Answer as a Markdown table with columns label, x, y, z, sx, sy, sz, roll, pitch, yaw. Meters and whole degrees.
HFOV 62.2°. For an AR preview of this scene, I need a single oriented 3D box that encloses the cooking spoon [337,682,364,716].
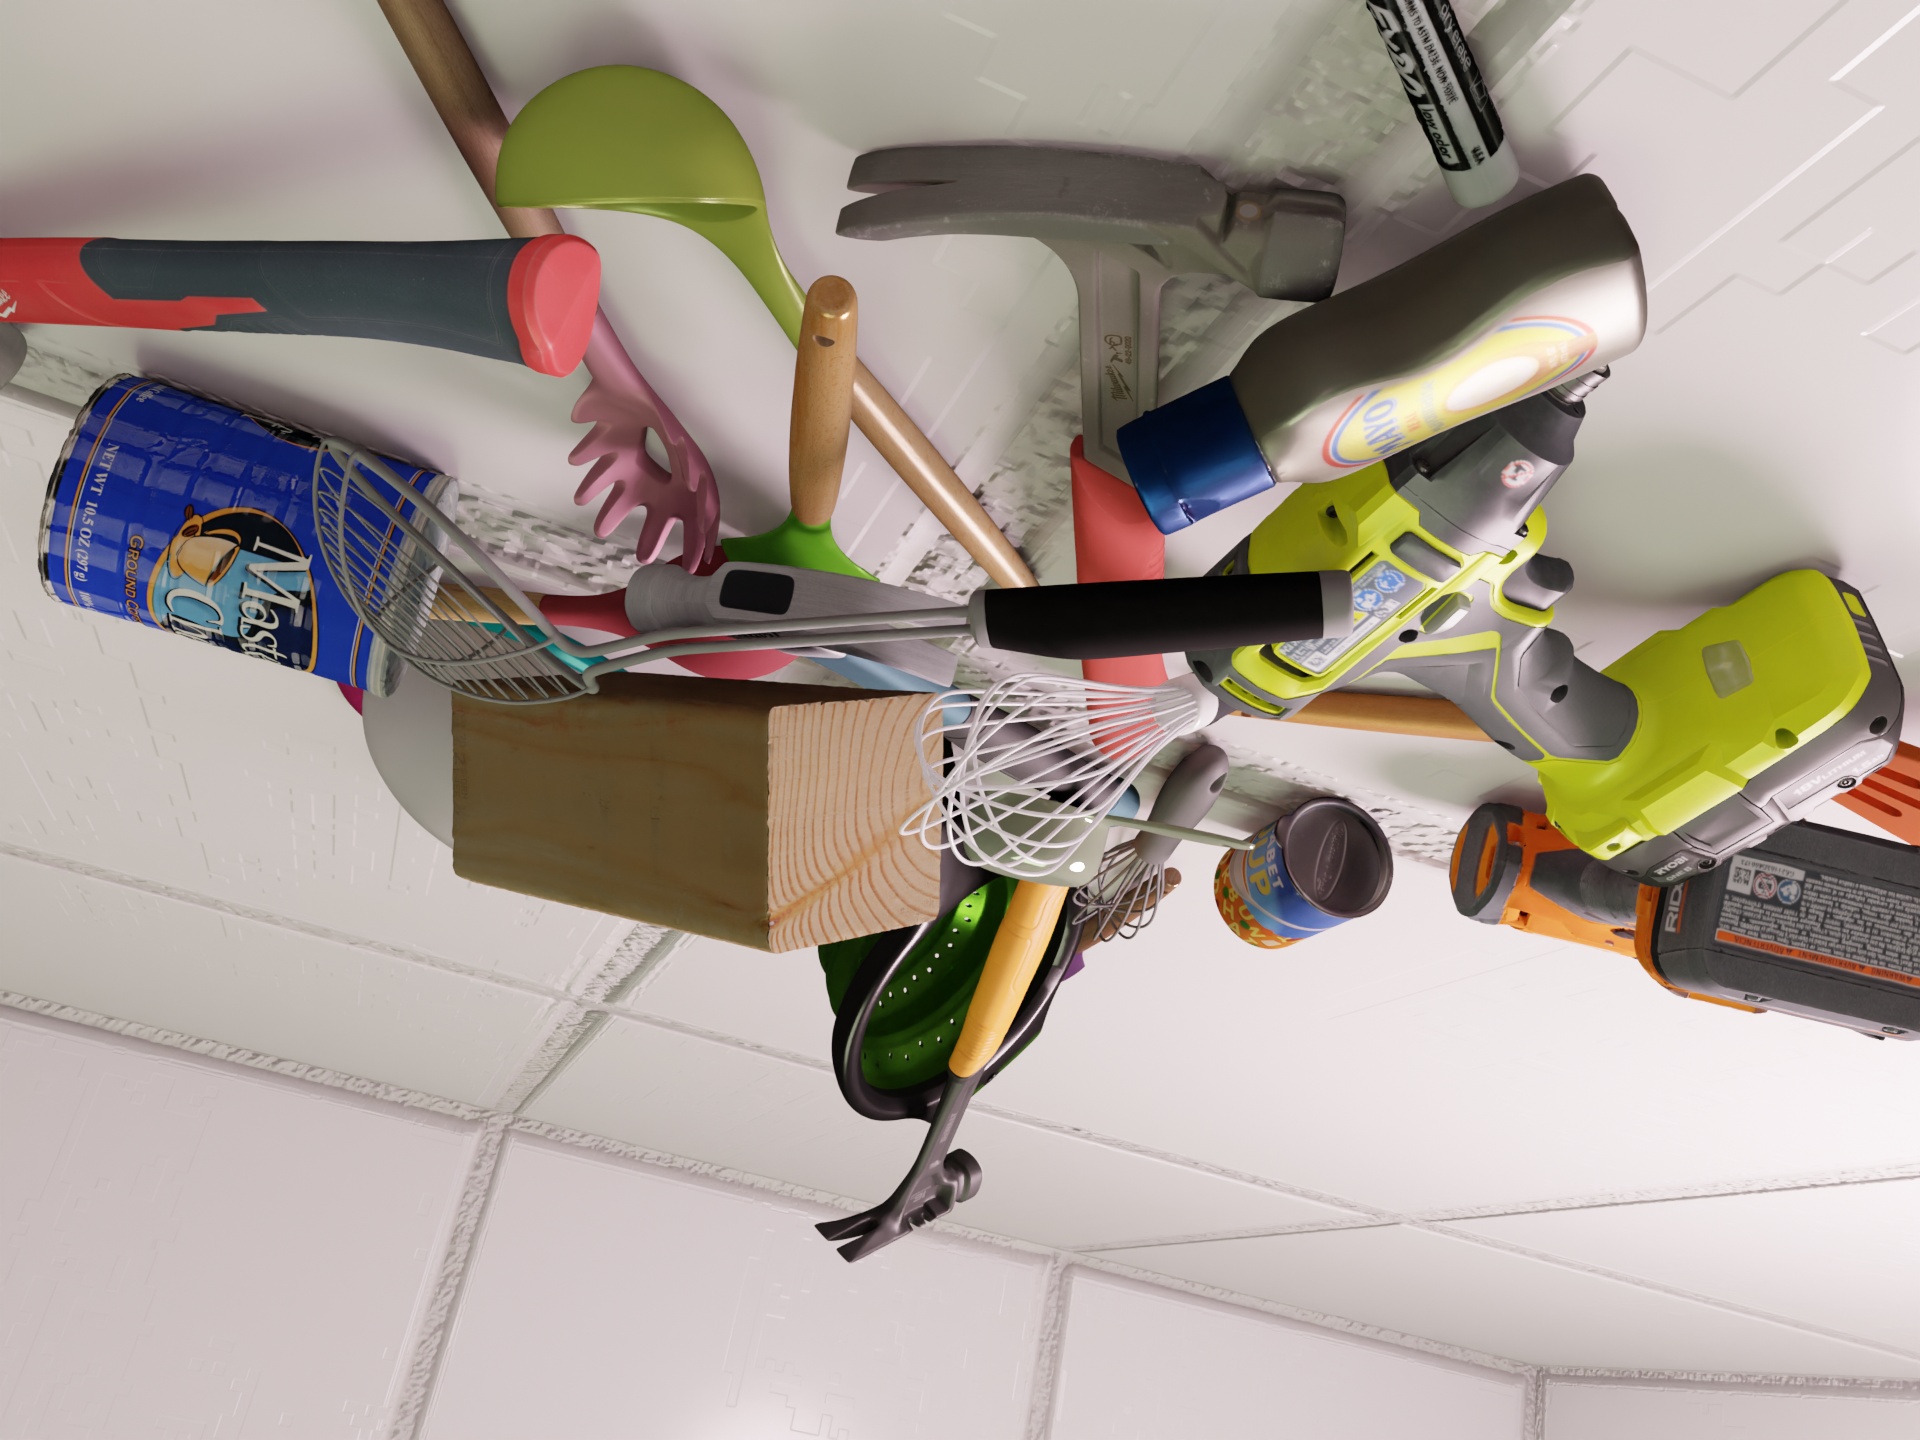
| label | x | y | z | sx | sy | sz | roll | pitch | yaw |
| --- | --- | --- | --- | --- | --- | --- | --- | --- | --- |
| cooking spoon | -0.356 | -0.051 | 0.876 | 0.069 | 0.017 | 0.318 | 9 | 156 | 9 |

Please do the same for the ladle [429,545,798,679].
| label | x | y | z | sx | sy | sz | roll | pitch | yaw |
| --- | --- | --- | --- | --- | --- | --- | --- | --- | --- |
| ladle | -0.222 | -0.057 | 0.763 | 0.315 | 0.031 | 0.069 | 5 | 119 | 14 |

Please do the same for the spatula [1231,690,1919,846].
| label | x | y | z | sx | sy | sz | roll | pitch | yaw |
| --- | --- | --- | --- | --- | --- | --- | --- | --- | --- |
| spatula | 0.274 | 0.012 | 0.706 | 0.322 | 0.041 | 0.081 | 5 | 156 | 16 |

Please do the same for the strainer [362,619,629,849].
| label | x | y | z | sx | sy | sz | roll | pitch | yaw |
| --- | --- | --- | --- | --- | --- | --- | --- | --- | --- |
| strainer | -0.185 | 0.041 | 0.832 | 0.340 | 0.095 | 0.210 | 13 | 153 | 26 |

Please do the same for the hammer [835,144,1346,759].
| label | x | y | z | sx | sy | sz | roll | pitch | yaw |
| --- | --- | --- | --- | --- | --- | --- | --- | --- | --- |
| hammer | 0.052 | -0.076 | 0.618 | 0.149 | 0.037 | 0.358 | 8 | 155 | 9 |

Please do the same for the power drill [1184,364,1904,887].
| label | x | y | z | sx | sy | sz | roll | pitch | yaw |
| --- | --- | --- | --- | --- | --- | --- | --- | --- | --- |
| power drill | 0.216 | -0.035 | 0.569 | 0.223 | 0.080 | 0.171 | 25 | 134 | -22 |

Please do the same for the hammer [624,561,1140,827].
| label | x | y | z | sx | sy | sz | roll | pitch | yaw |
| --- | --- | --- | --- | --- | --- | --- | --- | --- | --- |
| hammer | -0.001 | -0.002 | 0.742 | 0.128 | 0.033 | 0.330 | 4 | 166 | 32 |

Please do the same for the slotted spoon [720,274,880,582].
| label | x | y | z | sx | sy | sz | roll | pitch | yaw |
| --- | --- | --- | --- | --- | --- | --- | --- | --- | --- |
| slotted spoon | -0.054 | -0.084 | 0.566 | 0.070 | 0.031 | 0.313 | 14 | 169 | -5 |

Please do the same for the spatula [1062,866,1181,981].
| label | x | y | z | sx | sy | sz | roll | pitch | yaw |
| --- | --- | --- | --- | --- | --- | --- | --- | --- | --- |
| spatula | 0.088 | 0.150 | 1.115 | 0.059 | 0.018 | 0.315 | 17 | 156 | -10 |

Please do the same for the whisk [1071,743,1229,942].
| label | x | y | z | sx | sy | sz | roll | pitch | yaw |
| --- | --- | --- | --- | --- | --- | --- | --- | --- | --- |
| whisk | 0.107 | 0.072 | 0.905 | 0.055 | 0.055 | 0.238 | 13 | 151 | -4 |

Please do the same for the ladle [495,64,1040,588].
| label | x | y | z | sx | sy | sz | roll | pitch | yaw |
| --- | --- | --- | --- | --- | --- | --- | --- | --- | --- |
| ladle | -0.043 | -0.109 | 0.567 | 0.078 | 0.062 | 0.319 | 11 | 161 | 32 |

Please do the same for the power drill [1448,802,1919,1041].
| label | x | y | z | sx | sy | sz | roll | pitch | yaw |
| --- | --- | --- | --- | --- | --- | --- | --- | --- | --- |
| power drill | 0.345 | 0.086 | 0.730 | 0.164 | 0.084 | 0.226 | 13 | 177 | -5 |

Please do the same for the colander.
| label | x | y | z | sx | sy | sz | roll | pitch | yaw |
| --- | --- | --- | --- | --- | --- | --- | --- | --- | --- |
| colander | -0.031 | 0.089 | 0.944 | 0.095 | 0.204 | 0.396 | 37 | 152 | 33 |

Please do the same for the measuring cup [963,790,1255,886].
| label | x | y | z | sx | sy | sz | roll | pitch | yaw |
| --- | --- | --- | --- | --- | --- | --- | --- | --- | --- |
| measuring cup | 0.073 | 0.068 | 0.810 | 0.168 | 0.038 | 0.083 | 6 | 166 | 40 |

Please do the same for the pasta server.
| label | x | y | z | sx | sy | sz | roll | pitch | yaw |
| --- | --- | --- | --- | --- | --- | --- | --- | --- | --- |
| pasta server | -0.143 | -0.152 | 0.539 | 0.060 | 0.040 | 0.316 | 14 | 156 | 17 |

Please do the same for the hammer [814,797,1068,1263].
| label | x | y | z | sx | sy | sz | roll | pitch | yaw |
| --- | --- | --- | --- | --- | --- | --- | --- | --- | --- |
| hammer | 0.010 | 0.186 | 0.960 | 0.034 | 0.336 | 0.127 | 38 | -148 | 31 |

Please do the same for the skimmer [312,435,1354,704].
| label | x | y | z | sx | sy | sz | roll | pitch | yaw |
| --- | --- | --- | --- | --- | --- | --- | --- | --- | --- |
| skimmer | -0.052 | -0.058 | 0.555 | 0.363 | 0.090 | 0.127 | -2 | 154 | 9 |

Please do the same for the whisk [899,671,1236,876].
| label | x | y | z | sx | sy | sz | roll | pitch | yaw |
| --- | --- | --- | --- | --- | --- | --- | --- | --- | --- |
| whisk | 0.069 | 0.000 | 0.601 | 0.070 | 0.070 | 0.284 | -7 | -174 | 35 |

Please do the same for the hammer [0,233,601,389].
| label | x | y | z | sx | sy | sz | roll | pitch | yaw |
| --- | --- | --- | --- | --- | --- | --- | --- | --- | --- |
| hammer | -0.279 | -0.154 | 0.522 | 0.386 | 0.038 | 0.143 | 10 | 157 | 30 |
